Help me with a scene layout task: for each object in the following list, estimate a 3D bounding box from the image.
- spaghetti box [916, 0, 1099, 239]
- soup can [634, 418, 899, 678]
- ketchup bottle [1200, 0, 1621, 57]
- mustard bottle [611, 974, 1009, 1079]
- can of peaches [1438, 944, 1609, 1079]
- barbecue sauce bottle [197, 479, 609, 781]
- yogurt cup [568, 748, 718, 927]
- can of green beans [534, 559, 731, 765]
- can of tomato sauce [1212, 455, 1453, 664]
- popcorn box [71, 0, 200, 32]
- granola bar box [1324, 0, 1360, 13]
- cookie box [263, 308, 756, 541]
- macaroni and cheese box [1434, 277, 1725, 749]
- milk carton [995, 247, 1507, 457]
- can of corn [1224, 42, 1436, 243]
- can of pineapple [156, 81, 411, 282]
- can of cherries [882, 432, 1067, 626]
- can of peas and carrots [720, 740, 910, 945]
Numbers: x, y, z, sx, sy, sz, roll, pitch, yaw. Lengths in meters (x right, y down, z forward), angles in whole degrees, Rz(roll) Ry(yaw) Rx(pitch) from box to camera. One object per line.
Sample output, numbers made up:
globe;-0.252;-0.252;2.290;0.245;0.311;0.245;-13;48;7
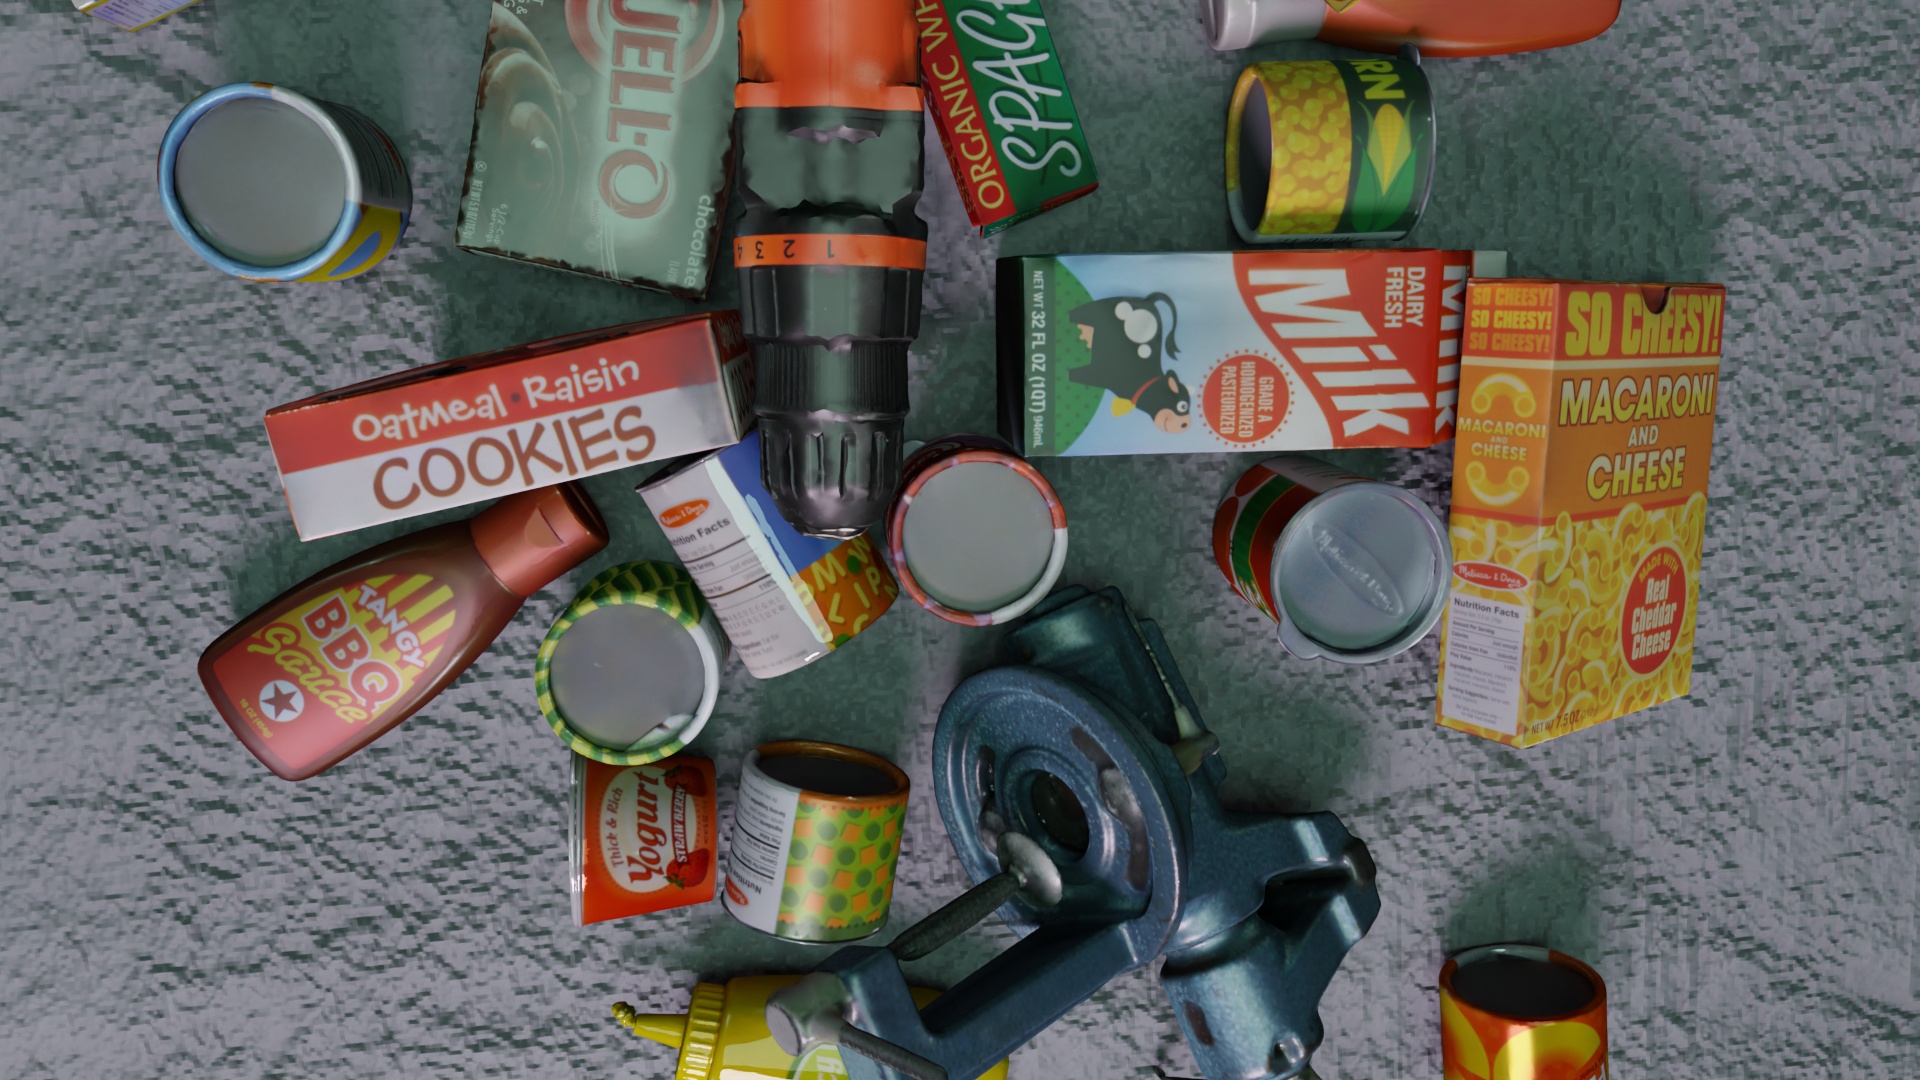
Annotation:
spaghetti box;-0.013;-0.236;0.502;0.050;0.029;0.249;-21;101;0
soup can;-0.069;-0.002;0.520;0.071;0.071;0.083;-29;102;0
ketchup bottle;0.166;-0.210;0.515;0.149;0.043;0.064;-8;98;-4
mustard bottle;-0.063;0.209;0.563;0.160;0.049;0.065;13;97;-7
can of peaches;0.236;0.211;0.580;0.071;0.071;0.058;-6;99;-4
barbecue sauce bottle;-0.204;0.026;0.522;0.148;0.044;0.065;-33;100;1
yogurt cup;-0.122;0.112;0.535;0.054;0.072;0.072;0;100;-13
can of green beans;-0.122;0.045;0.525;0.071;0.058;0.071;-1;100;-5
can of tomato sauce;0.137;0.006;0.529;0.071;0.083;0.071;-1;100;-5
popcorn box;-0.285;-0.252;0.470;0.085;0.038;0.126;-26;101;-1
granola bar box;0.136;-0.280;0.471;0.124;0.039;0.166;42;70;-12
cookie box;-0.130;-0.045;0.453;0.123;0.168;0.040;-14;100;-3
macaroni and cheese box;0.239;-0.015;0.529;0.124;0.040;0.166;-7;102;-37
milk carton;0.112;-0.072;0.519;0.191;0.073;0.072;-2;101;-5
can of corn;0.134;-0.145;0.511;0.058;0.071;0.071;-3;100;-4
can of pineapple;-0.236;-0.122;0.486;0.071;0.058;0.071;-1;100;-5
can of cherries;0.002;-0.007;0.528;0.071;0.058;0.071;-1;100;-5
can of peas and carrots;-0.054;0.116;0.541;0.071;0.071;0.058;9;99;-7
